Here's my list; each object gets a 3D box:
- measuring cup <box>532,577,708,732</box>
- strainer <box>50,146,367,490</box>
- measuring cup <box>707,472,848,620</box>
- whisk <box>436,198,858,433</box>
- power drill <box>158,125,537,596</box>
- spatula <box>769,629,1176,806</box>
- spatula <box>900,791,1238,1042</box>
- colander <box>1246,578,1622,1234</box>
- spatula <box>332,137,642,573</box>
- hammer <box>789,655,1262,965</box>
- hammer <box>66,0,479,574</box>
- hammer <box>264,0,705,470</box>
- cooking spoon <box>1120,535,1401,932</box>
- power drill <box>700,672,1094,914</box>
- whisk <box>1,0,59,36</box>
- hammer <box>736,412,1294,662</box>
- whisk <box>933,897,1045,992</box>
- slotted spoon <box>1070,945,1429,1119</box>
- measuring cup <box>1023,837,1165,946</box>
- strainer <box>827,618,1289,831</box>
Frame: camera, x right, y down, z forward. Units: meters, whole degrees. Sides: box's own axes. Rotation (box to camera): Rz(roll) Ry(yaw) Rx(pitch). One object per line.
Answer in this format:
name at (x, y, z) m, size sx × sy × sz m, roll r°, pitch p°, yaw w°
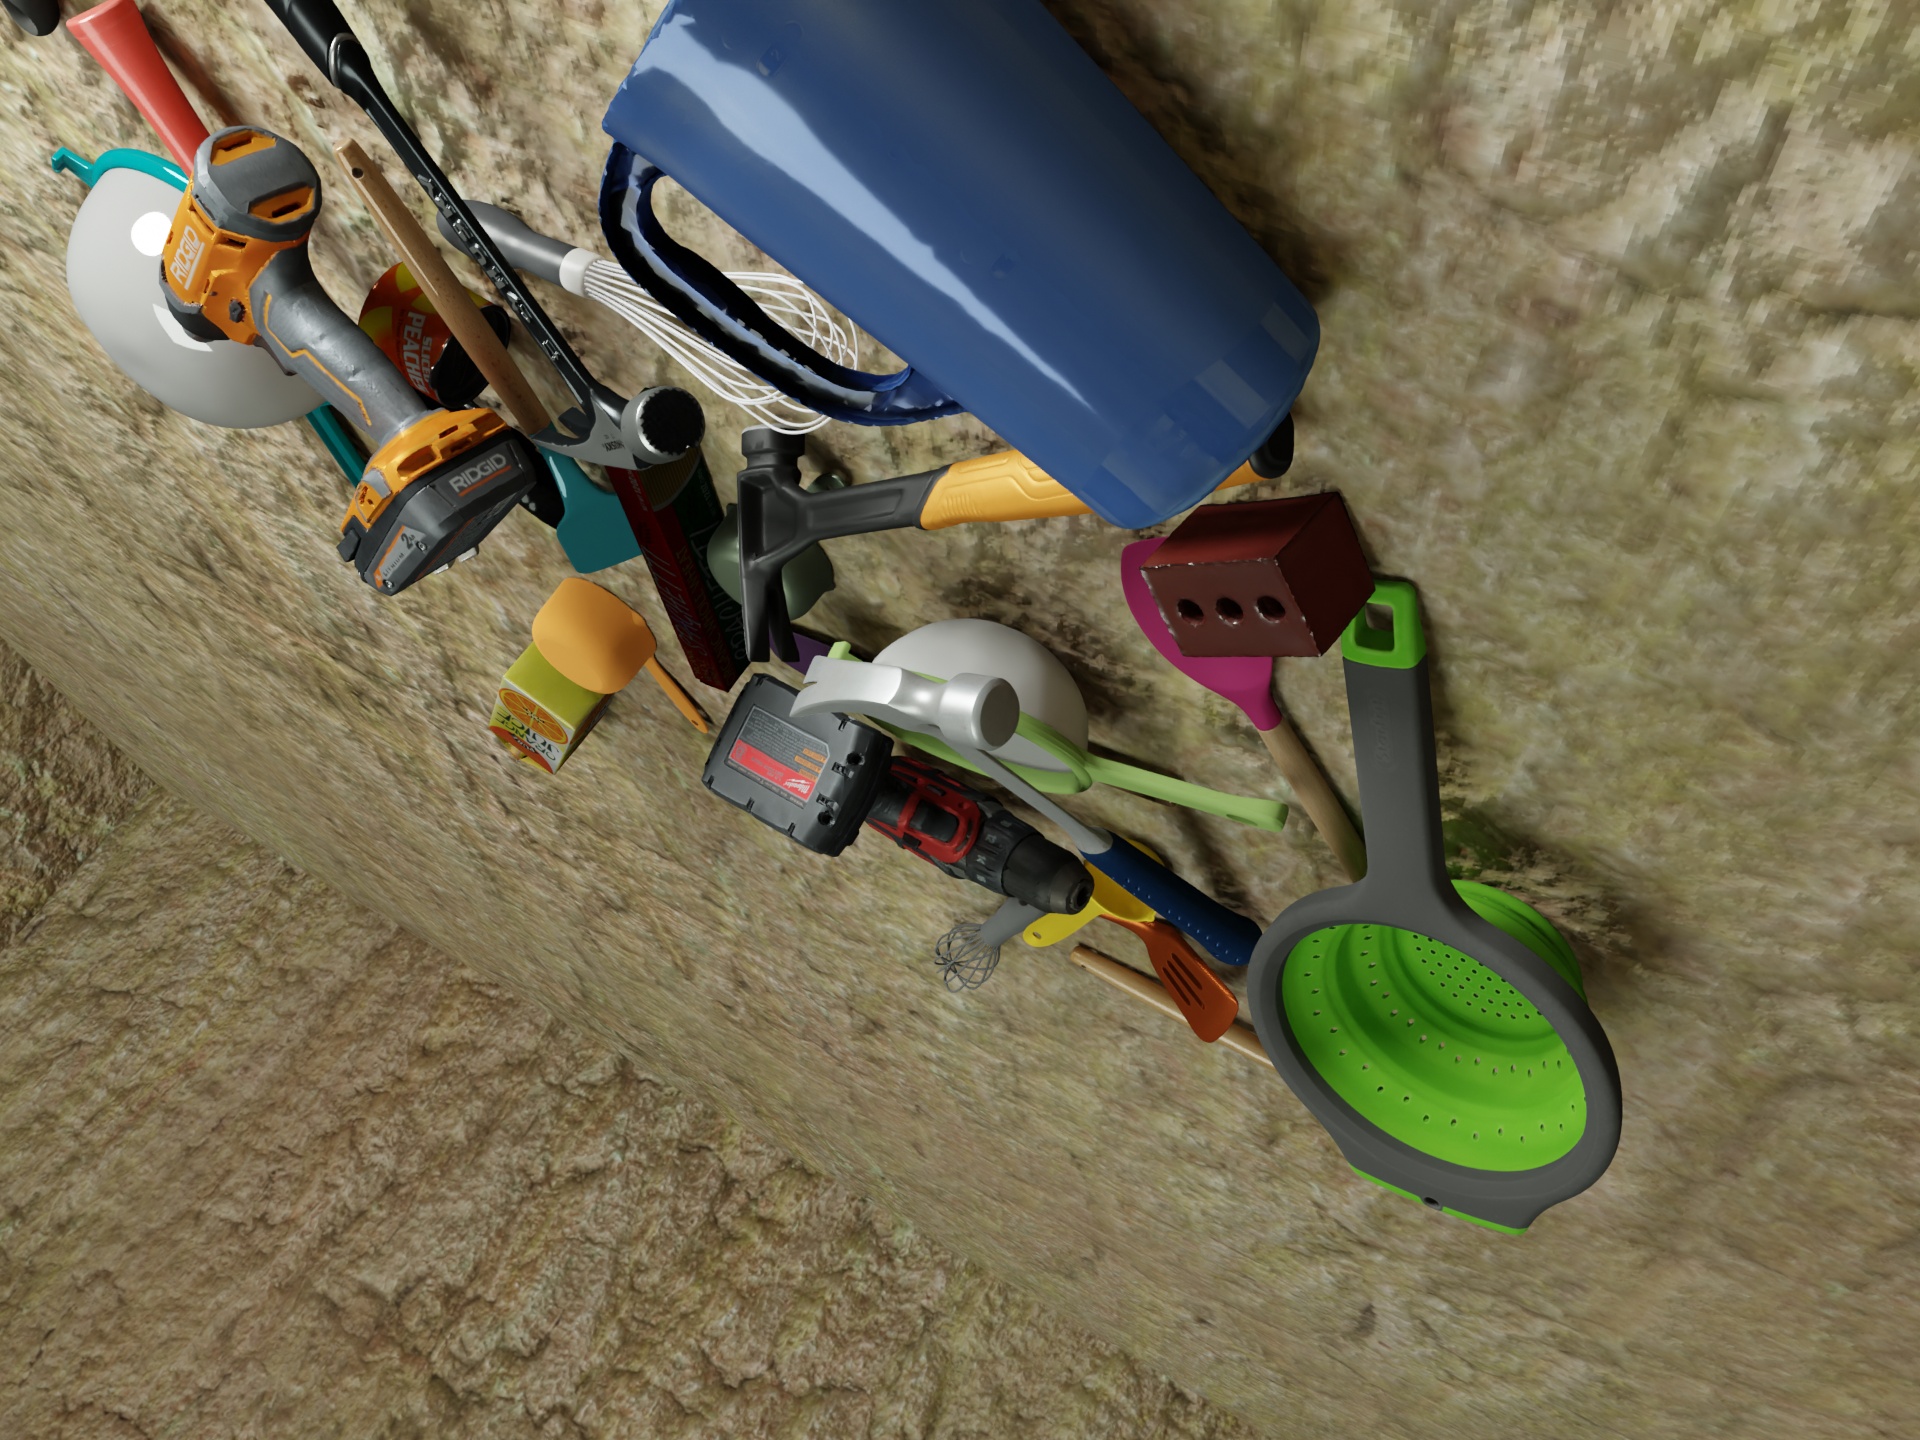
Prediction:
measuring cup at (-0.261, -0.033, 1.234) m, size 0.095 × 0.052 × 0.173 m, roll 5°, pitch 141°, yaw 46°
strainer at (-0.507, -0.231, 1.120) m, size 0.211 × 0.095 × 0.340 m, roll 20°, pitch 151°, yaw 27°
measuring cup at (-0.103, -0.102, 0.929) m, size 0.083 × 0.038 × 0.167 m, roll 38°, pitch 157°, yaw -10°
whisk at (-0.163, -0.211, 0.789) m, size 0.285 × 0.070 × 0.070 m, roll 26°, pitch 155°, yaw 26°
power drill at (-0.348, -0.186, 0.873) m, size 0.226 × 0.084 × 0.164 m, roll 54°, pitch 141°, yaw -8°
spatula at (-0.002, -0.003, 1.014) m, size 0.316 × 0.018 × 0.059 m, roll 21°, pitch 154°, yaw 29°
spatula at (0.059, 0.120, 1.140) m, size 0.322 × 0.041 × 0.081 m, roll 31°, pitch 149°, yaw 9°
colander at (0.248, 0.086, 0.815) m, size 0.205 × 0.094 × 0.396 m, roll 13°, pitch 131°, yaw 38°
spatula at (-0.254, -0.192, 0.901) m, size 0.082 × 0.044 × 0.317 m, roll -21°, pitch 135°, yaw 7°
hammer at (0.065, 0.062, 0.900) m, size 0.144 × 0.035 × 0.405 m, roll 11°, pitch 163°, yaw 40°
hammer at (-0.402, -0.254, 0.961) m, size 0.149 × 0.036 × 0.358 m, roll 59°, pitch 176°, yaw 48°
hammer at (-0.272, -0.286, 0.738) m, size 0.149 × 0.036 × 0.408 m, roll 6°, pitch 136°, yaw 57°
cooking spoon at (0.172, 0.016, 0.837) m, size 0.069 × 0.017 × 0.318 m, roll -5°, pitch 136°, yaw 39°
power drill at (-0.032, 0.059, 1.010) m, size 0.188 × 0.080 × 0.226 m, roll 26°, pitch 179°, yaw 36°
whisk at (-0.490, -0.427, 0.793) m, size 0.073 × 0.073 × 0.296 m, roll 38°, pitch 162°, yaw -11°
hammer at (0.007, -0.099, 0.744) m, size 0.034 × 0.127 × 0.337 m, roll 0°, pitch 178°, yaw -45°
whisk at (0.026, 0.172, 1.273) m, size 0.055 × 0.055 × 0.239 m, roll 35°, pitch 152°, yaw -2°
slotted spoon at (0.220, 0.244, 1.189) m, size 0.314 × 0.031 × 0.070 m, roll 26°, pitch 154°, yaw 21°
measuring cup at (0.088, 0.122, 1.089) m, size 0.062 × 0.029 × 0.156 m, roll 43°, pitch 144°, yaw -5°
strainer at (0.062, -0.004, 0.878) m, size 0.256 × 0.069 × 0.151 m, roll 16°, pitch 166°, yaw 19°
